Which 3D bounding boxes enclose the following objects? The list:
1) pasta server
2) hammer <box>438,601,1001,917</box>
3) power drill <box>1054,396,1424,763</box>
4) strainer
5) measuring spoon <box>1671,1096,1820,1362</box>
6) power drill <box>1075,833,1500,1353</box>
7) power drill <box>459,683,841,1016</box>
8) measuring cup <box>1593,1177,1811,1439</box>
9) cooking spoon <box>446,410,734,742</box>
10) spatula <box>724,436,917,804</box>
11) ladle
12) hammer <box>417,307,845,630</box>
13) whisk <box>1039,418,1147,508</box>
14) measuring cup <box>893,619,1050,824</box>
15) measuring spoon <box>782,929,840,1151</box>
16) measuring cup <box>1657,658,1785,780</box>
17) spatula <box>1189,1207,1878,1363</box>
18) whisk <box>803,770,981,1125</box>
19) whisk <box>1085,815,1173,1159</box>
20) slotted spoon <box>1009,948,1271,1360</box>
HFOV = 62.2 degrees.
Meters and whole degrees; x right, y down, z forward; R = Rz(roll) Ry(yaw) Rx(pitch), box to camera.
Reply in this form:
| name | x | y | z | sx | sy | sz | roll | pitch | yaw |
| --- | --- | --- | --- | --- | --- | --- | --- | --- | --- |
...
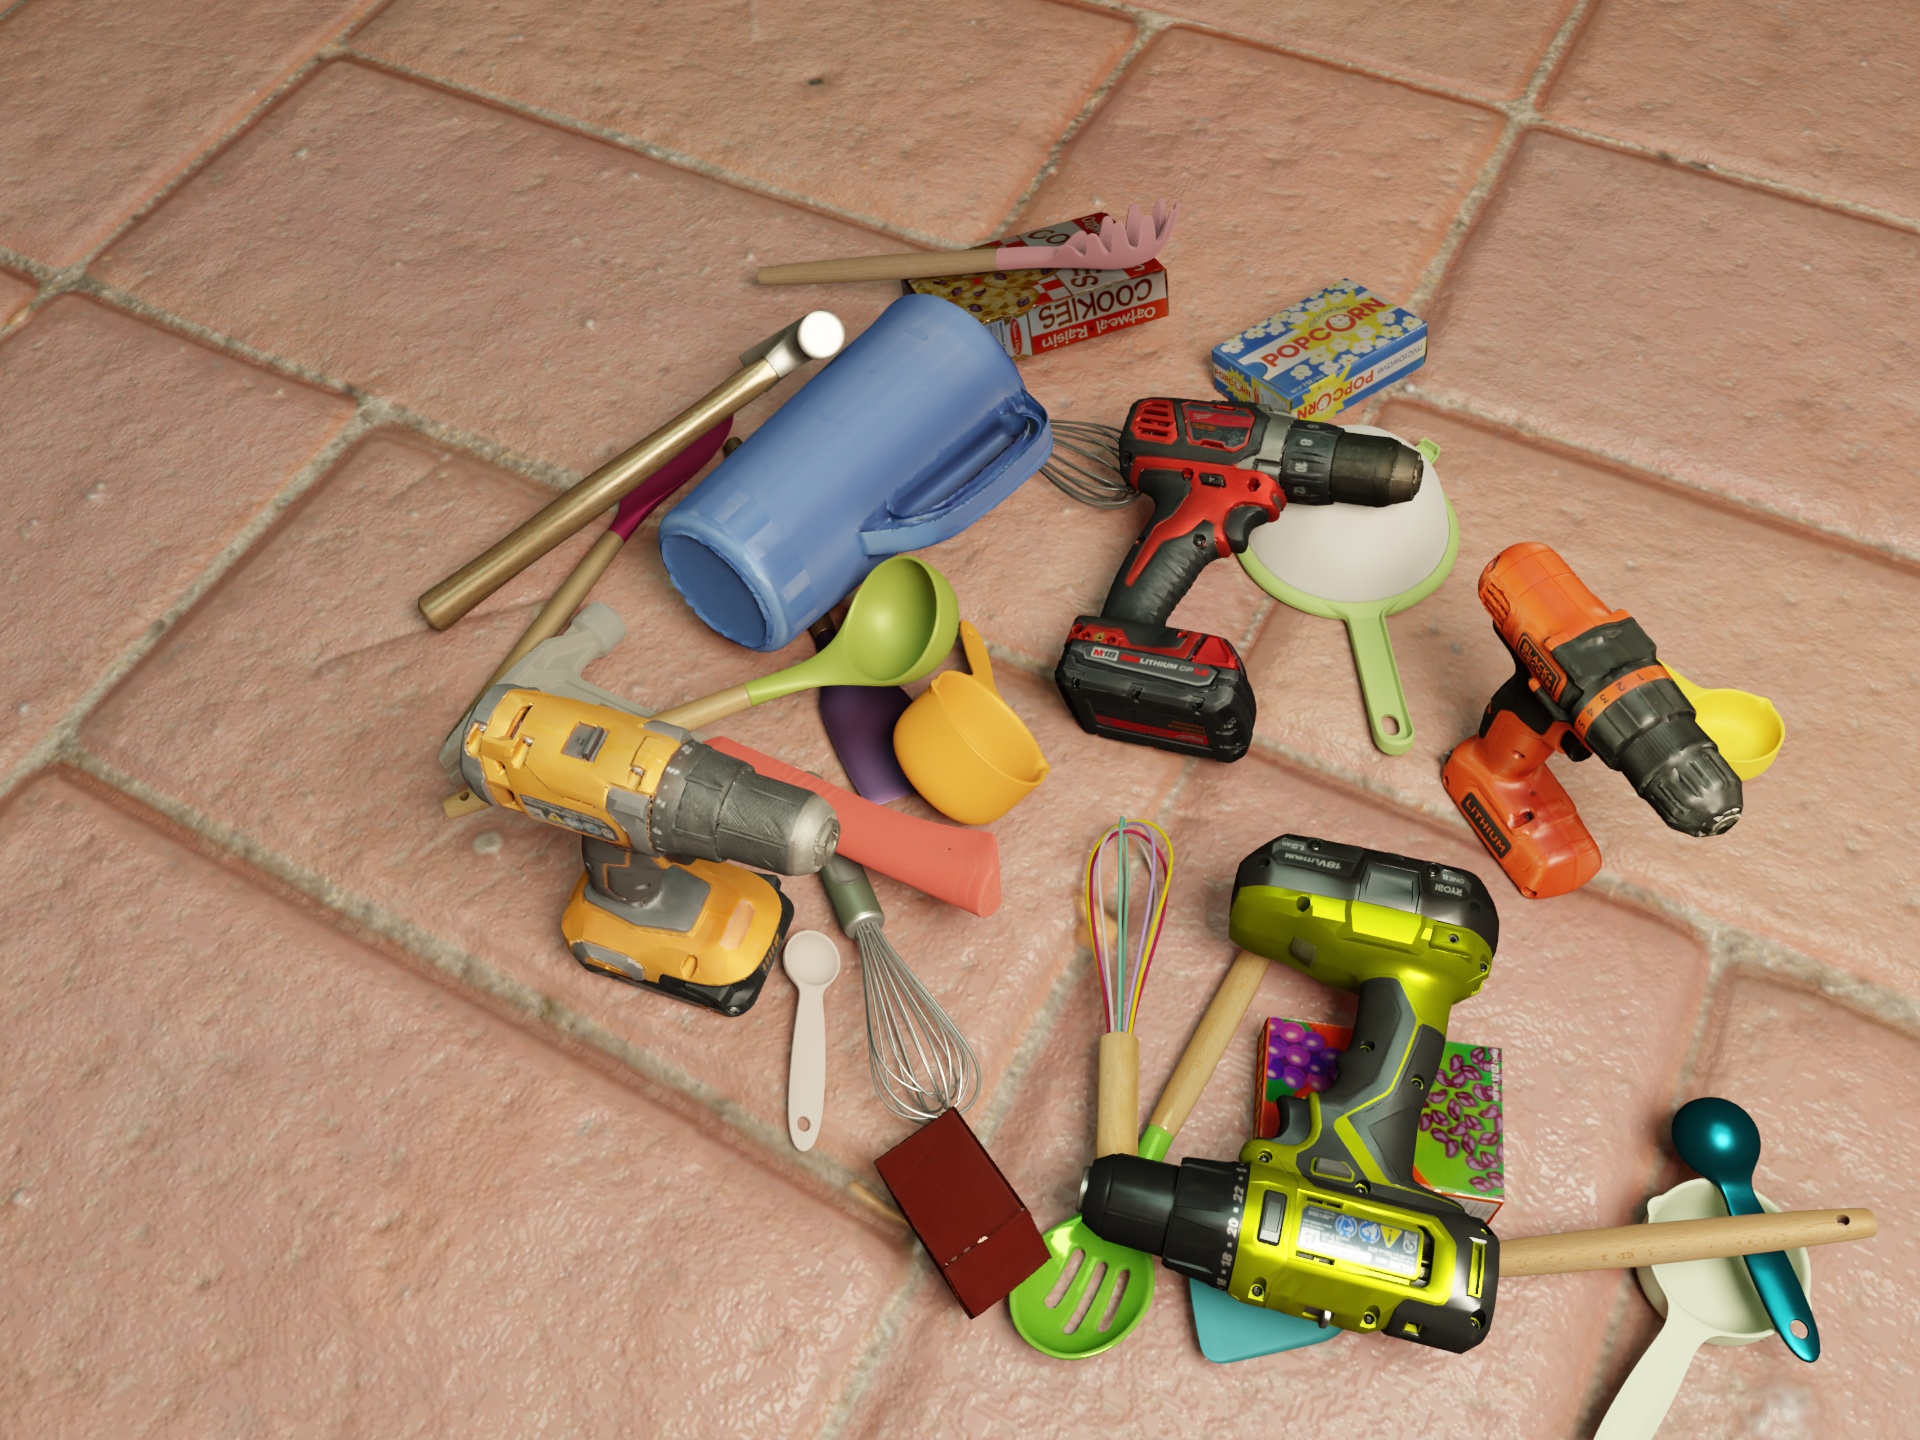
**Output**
| name | x | y | z | sx | sy | sz | roll | pitch | yaw |
| --- | --- | --- | --- | --- | --- | --- | --- | --- | --- |
| pasta server | 0.000 | -0.336 | 1.138 | 0.316 | 0.040 | 0.060 | 1 | 29 | 18 |
| hammer | -0.136 | 0.038 | 0.934 | 0.359 | 0.036 | 0.149 | 22 | 58 | 26 |
| power drill | 0.168 | -0.094 | 0.970 | 0.188 | 0.080 | 0.227 | 12 | 69 | 22 |
| strainer | 0.257 | -0.100 | 1.011 | 0.151 | 0.069 | 0.257 | -4 | 55 | 1 |
| measuring spoon | 0.385 | 0.241 | 0.766 | 0.042 | 0.021 | 0.129 | -9 | 56 | -3 |
| power drill | 0.171 | 0.177 | 0.786 | 0.190 | 0.080 | 0.229 | 11 | 59 | 11 |
| power drill | -0.143 | 0.075 | 0.828 | 0.185 | 0.226 | 0.084 | 15 | 59 | 13 |
| measuring cup | 0.344 | 0.299 | 0.768 | 0.083 | 0.038 | 0.167 | 34 | 67 | 22 |
| cooking spoon | -0.247 | -0.105 | 1.074 | 0.069 | 0.017 | 0.319 | 13 | 57 | 31 |
| spatula | -0.096 | -0.076 | 1.047 | 0.060 | 0.018 | 0.316 | -20 | 59 | -15 |
| ladle | -0.151 | -0.012 | 0.921 | 0.320 | 0.062 | 0.078 | -21 | 57 | -3 |
| hammer | -0.219 | -0.168 | 1.057 | 0.331 | 0.031 | 0.130 | -36 | 17 | -2 |
| whisk | 0.032 | -0.209 | 1.110 | 0.239 | 0.055 | 0.055 | 30 | 63 | 25 |
| measuring cup | -0.002 | -0.003 | 0.975 | 0.052 | 0.095 | 0.174 | -45 | 26 | 20 |
| measuring spoon | -0.087 | 0.178 | 0.885 | 0.034 | 0.018 | 0.124 | 14 | 60 | -25 |
| measuring cup | 0.431 | -0.017 | 0.980 | 0.062 | 0.029 | 0.157 | -31 | 49 | -16 |
| spatula | 0.271 | 0.258 | 0.770 | 0.317 | 0.044 | 0.082 | -12 | 52 | 14 |
| whisk | -0.051 | 0.122 | 0.900 | 0.058 | 0.059 | 0.247 | -13 | 52 | -19 |
| whisk | 0.090 | 0.152 | 0.859 | 0.047 | 0.051 | 0.245 | 6 | 52 | 1 |
| slotted spoon | 0.121 | 0.200 | 0.851 | 0.070 | 0.031 | 0.314 | 17 | 56 | 30 |
